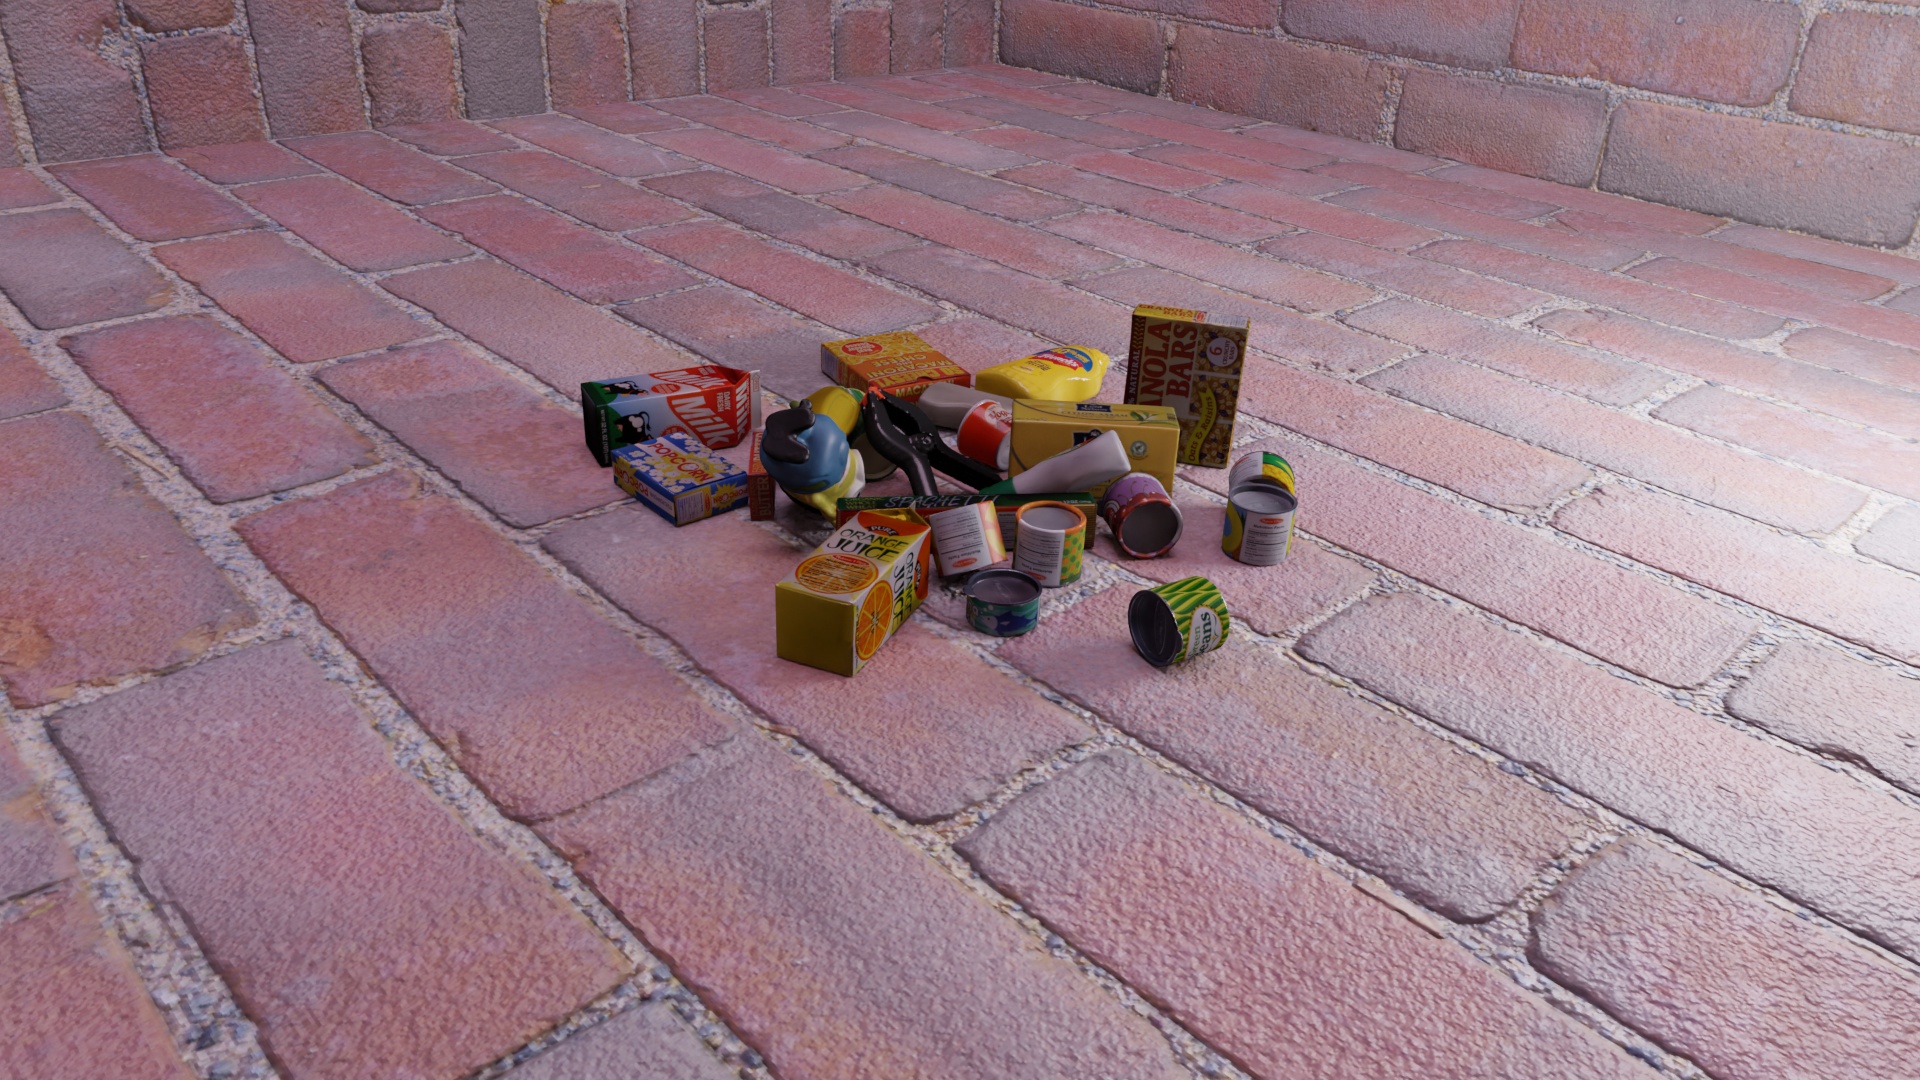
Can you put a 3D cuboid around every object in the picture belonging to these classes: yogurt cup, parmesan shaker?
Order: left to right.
[{"bbox_3d":[-0.108,-0.115,1.479,0.071,0.071,0.103,-8,30,-20],"label":"parmesan shaker"},{"bbox_3d":[0.037,-0.111,1.495,0.054,0.072,0.073,33,39,31],"label":"yogurt cup"}]

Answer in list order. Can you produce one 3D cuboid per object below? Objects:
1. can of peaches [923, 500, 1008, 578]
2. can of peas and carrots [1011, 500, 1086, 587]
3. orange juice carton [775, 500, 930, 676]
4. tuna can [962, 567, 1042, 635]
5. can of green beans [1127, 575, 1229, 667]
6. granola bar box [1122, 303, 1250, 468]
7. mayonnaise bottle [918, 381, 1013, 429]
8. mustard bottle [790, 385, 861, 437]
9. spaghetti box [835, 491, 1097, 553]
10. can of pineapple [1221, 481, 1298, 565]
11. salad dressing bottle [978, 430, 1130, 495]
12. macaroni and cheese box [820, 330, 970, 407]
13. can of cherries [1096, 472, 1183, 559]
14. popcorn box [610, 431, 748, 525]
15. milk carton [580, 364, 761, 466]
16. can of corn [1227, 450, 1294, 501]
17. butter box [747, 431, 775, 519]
[{"bbox_3d":[0.005,-0.001,1.262,0.071,0.058,0.071,-15,0,0],"label":"can of peaches"},{"bbox_3d":[0.083,0.001,1.290,0.071,0.058,0.071,3,28,-1],"label":"can of peas and carrots"},{"bbox_3d":[-0.081,0.033,1.199,0.073,0.071,0.194,14,30,19],"label":"orange juice carton"},{"bbox_3d":[0.035,0.054,1.212,0.071,0.032,0.071,2,27,-1],"label":"tuna can"},{"bbox_3d":[0.183,0.067,1.166,0.058,0.071,0.071,-13,32,-29],"label":"can of green beans"},{"bbox_3d":[0.242,-0.167,1.512,0.124,0.164,0.039,10,29,12],"label":"granola bar box"},{"bbox_3d":[0.029,-0.143,1.580,0.148,0.041,0.065,16,33,22],"label":"mayonnaise bottle"},{"bbox_3d":[-0.164,-0.114,1.450,0.160,0.048,0.065,-17,41,54],"label":"mustard bottle"},{"bbox_3d":[0.005,-0.017,1.325,0.250,0.050,0.029,-1,28,-8],"label":"spaghetti box"},{"bbox_3d":[0.289,-0.017,1.345,0.071,0.057,0.071,3,27,-1],"label":"can of pineapple"},{"bbox_3d":[0.091,-0.060,1.364,0.147,0.044,0.064,-23,-7,11],"label":"salad dressing bottle"},{"bbox_3d":[-0.081,-0.205,1.686,0.124,0.040,0.167,-13,31,-26],"label":"macaroni and cheese box"},{"bbox_3d":[0.172,-0.023,1.338,0.071,0.071,0.058,-3,29,-11],"label":"can of cherries"},{"bbox_3d":[-0.283,-0.064,1.400,0.085,0.038,0.127,-21,36,-36],"label":"popcorn box"},{"bbox_3d":[-0.307,-0.140,1.506,0.191,0.072,0.073,-11,30,-25],"label":"milk carton"},{"bbox_3d":[0.305,-0.047,1.399,0.071,0.070,0.058,8,28,9],"label":"can of corn"},{"bbox_3d":[-0.199,-0.066,1.396,0.024,0.053,0.104,-2,28,-5],"label":"butter box"}]
